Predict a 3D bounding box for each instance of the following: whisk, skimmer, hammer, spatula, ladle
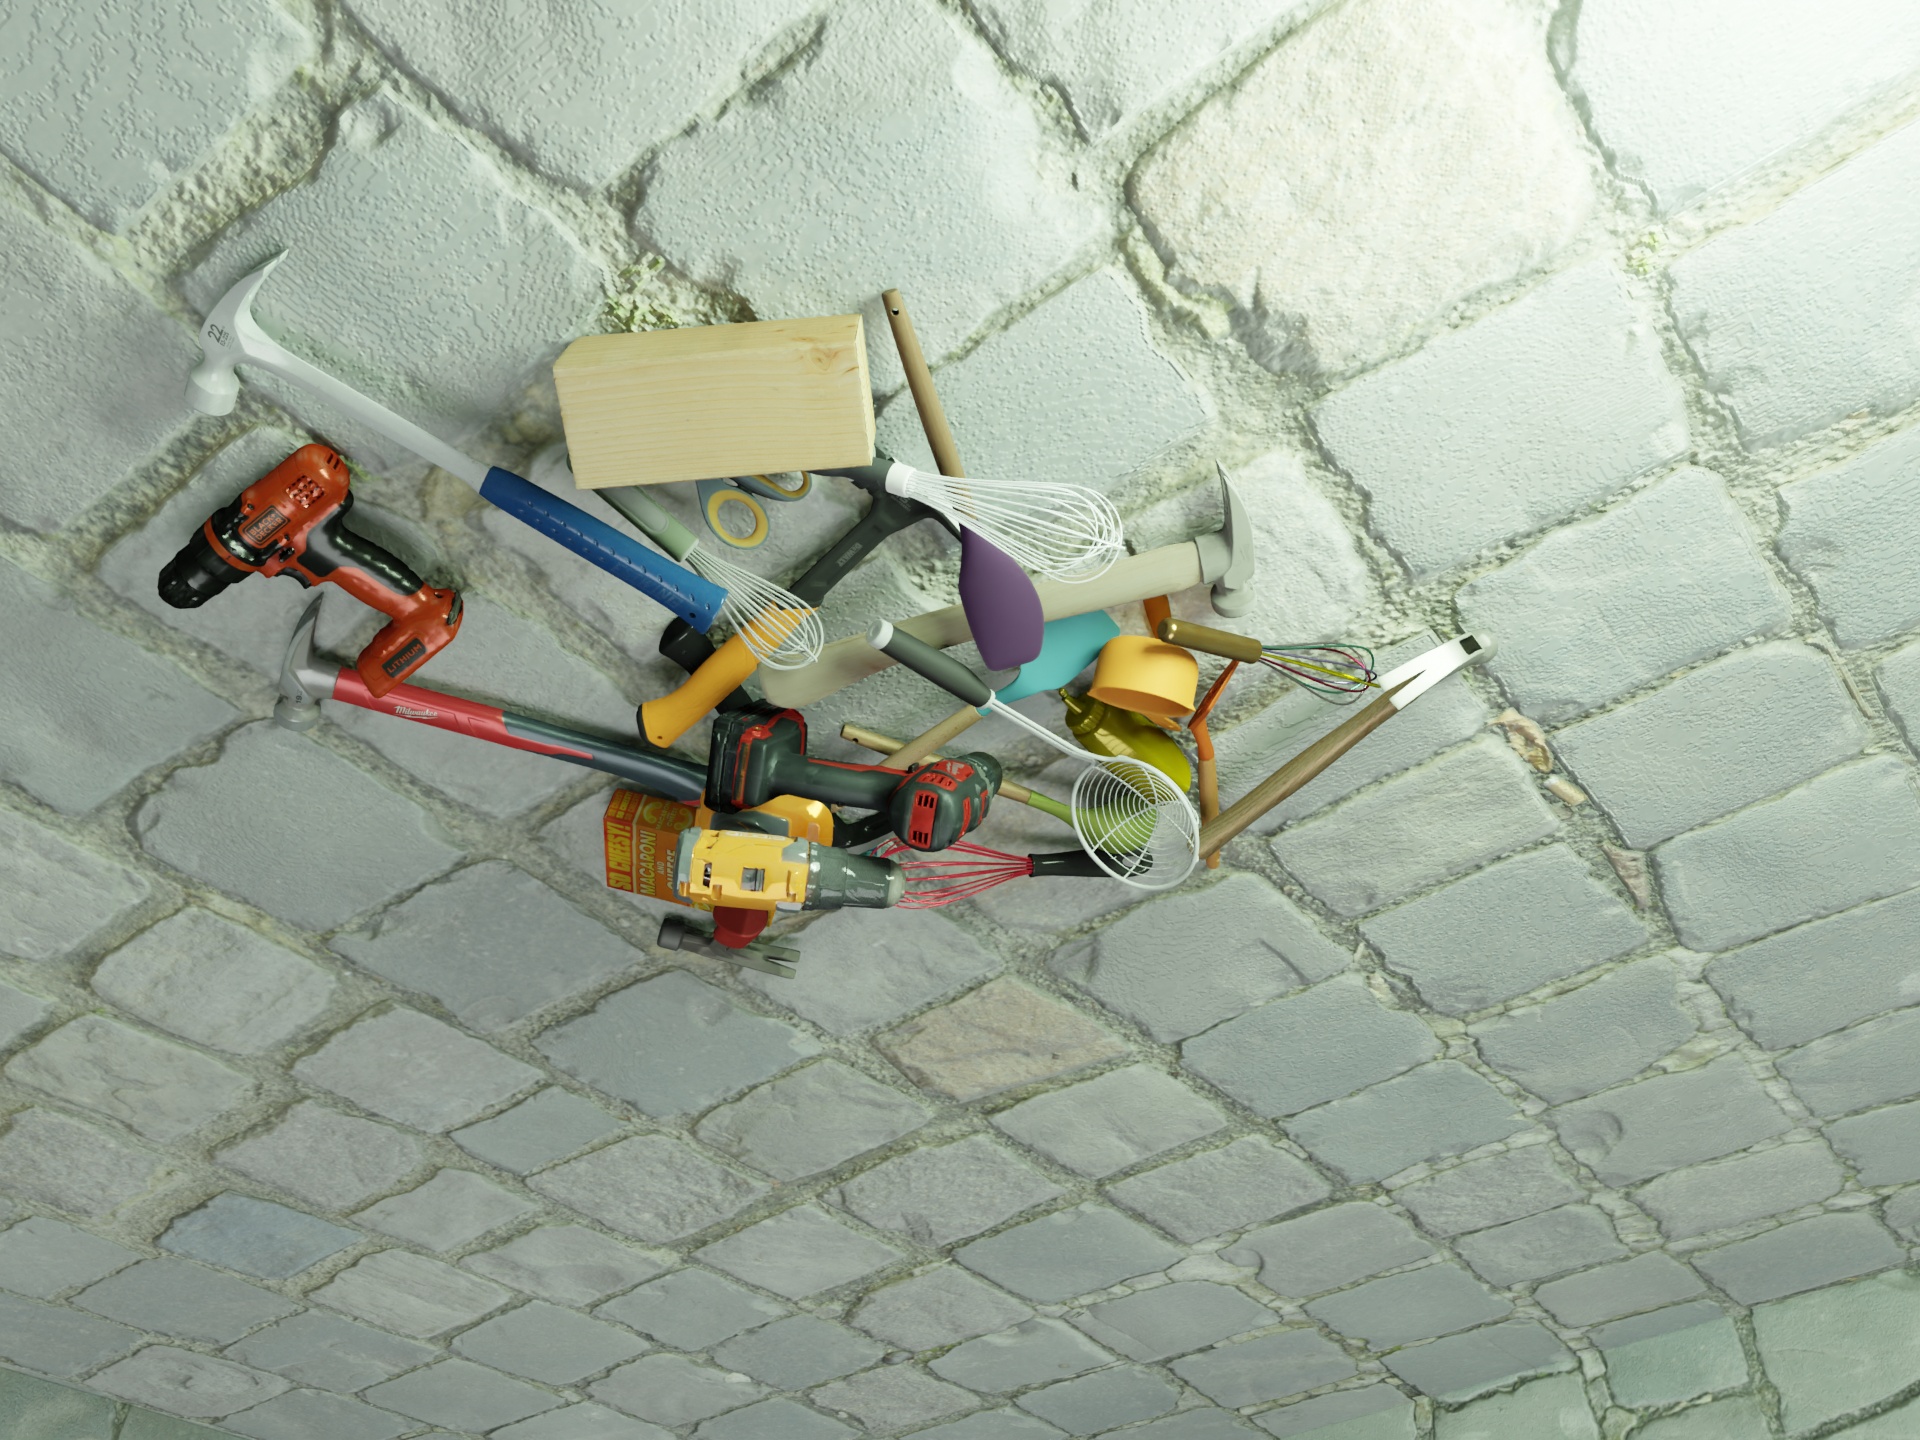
[{"bbox_3d":[0.050,0.143,1.550,0.295,0.073,0.073,-1,138,-16],"label":"whisk"},{"bbox_3d":[0.059,0.033,1.318,0.363,0.090,0.127,31,146,-34],"label":"skimmer"},{"bbox_3d":[-0.204,-0.125,1.225,0.246,0.059,0.058,41,83,-10],"label":"whisk"},{"bbox_3d":[0.034,-0.093,1.277,0.410,0.038,0.146,-16,137,2],"label":"hammer"},{"bbox_3d":[0.323,0.029,1.412,0.331,0.031,0.130,-43,163,34],"label":"hammer"},{"bbox_3d":[-0.206,0.204,1.507,0.149,0.037,0.359,15,165,-9],"label":"hammer"},{"bbox_3d":[-0.142,-0.080,1.301,0.337,0.034,0.127,-39,126,23],"label":"hammer"},{"bbox_3d":[-0.172,0.023,1.441,0.146,0.035,0.334,-15,135,15],"label":"hammer"},{"bbox_3d":[0.266,-0.054,1.339,0.244,0.047,0.051,11,128,-33],"label":"whisk"},{"bbox_3d":[0.000,-0.173,1.191,0.060,0.018,0.315,-17,120,8],"label":"spatula"},{"bbox_3d":[0.040,0.053,1.487,0.320,0.062,0.078,20,135,-13],"label":"ladle"},{"bbox_3d":[-0.014,-0.165,1.152,0.285,0.070,0.070,19,140,17],"label":"whisk"},{"bbox_3d":[-0.394,-0.002,1.403,0.386,0.038,0.143,16,132,-19],"label":"hammer"},{"bbox_3d":[-0.002,-0.004,1.400,0.317,0.044,0.082,-33,131,26],"label":"spatula"},{"bbox_3d":[0.237,0.050,1.478,0.041,0.081,0.322,20,149,25],"label":"spatula"},{"bbox_3d":[-0.351,-0.183,1.150,0.405,0.035,0.144,30,128,-13],"label":"hammer"}]

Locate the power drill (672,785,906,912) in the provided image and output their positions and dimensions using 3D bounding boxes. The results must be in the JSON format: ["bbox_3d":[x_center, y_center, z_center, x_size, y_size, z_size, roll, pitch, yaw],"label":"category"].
[{"bbox_3d":[-0.144,0.111,1.349,0.185,0.226,0.084,6,98,-7],"label":"power drill"}]

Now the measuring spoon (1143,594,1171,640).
[{"bbox_3d":[0.172,-0.081,1.359,0.021,0.011,0.116,-12,136,10],"label":"measuring spoon"}]

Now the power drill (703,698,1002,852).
[{"bbox_3d":[-0.080,0.044,1.331,0.227,0.188,0.080,12,103,14],"label":"power drill"}]

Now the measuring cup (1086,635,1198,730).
[{"bbox_3d":[0.172,-0.030,1.384,0.095,0.052,0.173,9,172,22],"label":"measuring cup"}]
